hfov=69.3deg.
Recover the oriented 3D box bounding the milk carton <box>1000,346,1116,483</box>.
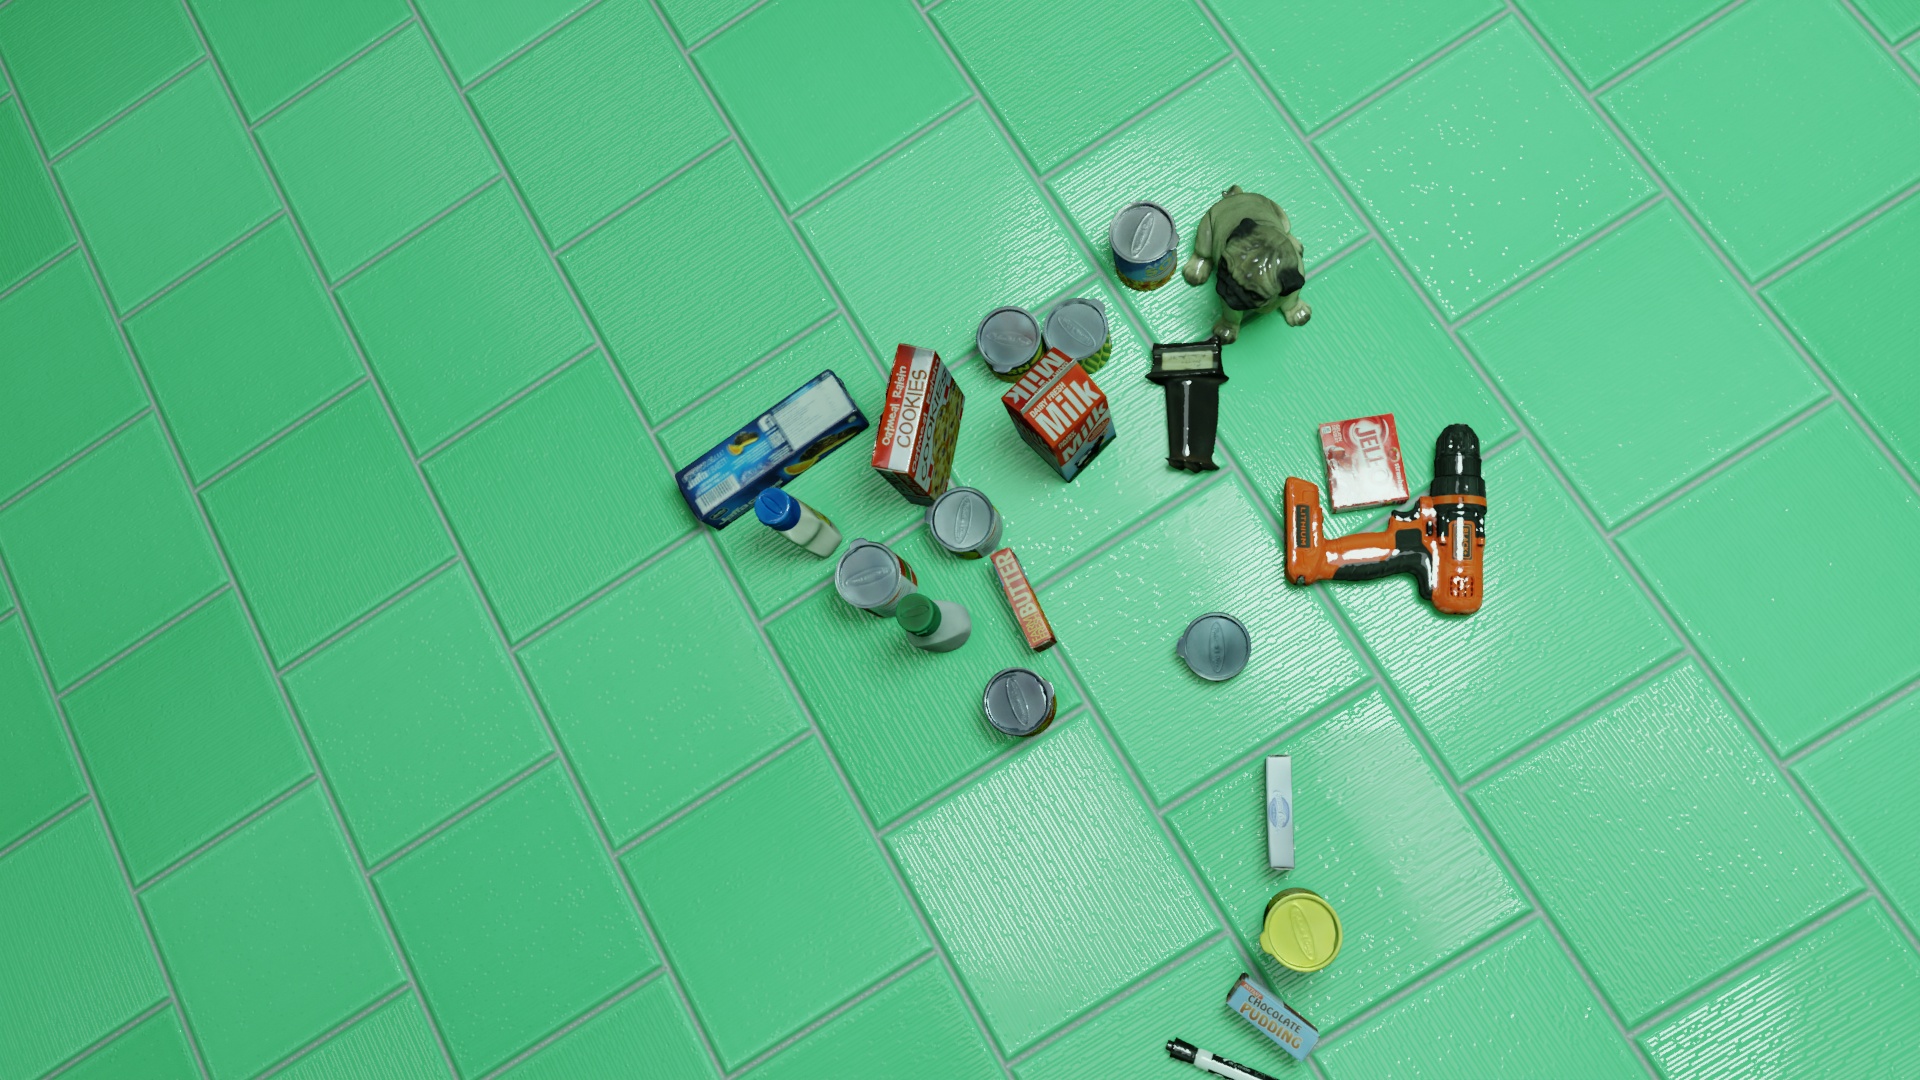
[{"bbox_3d":[0.095,-0.123,1.336,0.072,0.190,0.073,-45,75,0],"label":"milk carton"}]

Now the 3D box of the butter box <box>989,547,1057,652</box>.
[{"bbox_3d":[0.063,0.059,1.378,0.024,0.053,0.103,-26,76,5],"label":"butter box"}]

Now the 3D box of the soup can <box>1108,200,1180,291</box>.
[{"bbox_3d":[0.189,-0.296,1.408,0.071,0.083,0.071,-2,79,10],"label":"soup can"}]

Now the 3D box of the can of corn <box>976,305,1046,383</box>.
[{"bbox_3d":[0.053,-0.198,1.427,0.071,0.058,0.071,-2,79,10],"label":"can of corn"}]

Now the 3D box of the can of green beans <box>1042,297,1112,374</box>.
[{"bbox_3d":[0.120,-0.207,1.417,0.071,0.057,0.071,-2,79,10],"label":"can of green beans"}]

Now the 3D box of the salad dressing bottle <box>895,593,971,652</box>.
[{"bbox_3d":[-0.028,0.079,1.342,0.064,0.147,0.044,-17,77,7],"label":"salad dressing bottle"}]

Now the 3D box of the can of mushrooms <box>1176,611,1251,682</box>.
[{"bbox_3d":[0.245,0.103,1.345,0.071,0.033,0.071,-2,79,10],"label":"can of mushrooms"}]

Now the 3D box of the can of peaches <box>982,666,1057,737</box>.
[{"bbox_3d":[0.061,0.158,1.356,0.071,0.058,0.071,-2,79,10],"label":"can of peaches"}]

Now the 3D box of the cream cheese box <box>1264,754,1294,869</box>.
[{"bbox_3d":[0.298,0.253,1.296,0.024,0.053,0.104,-2,79,11],"label":"cream cheese box"}]

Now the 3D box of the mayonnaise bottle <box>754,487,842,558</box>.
[{"bbox_3d":[-0.165,-0.020,1.387,0.065,0.148,0.041,38,89,15],"label":"mayonnaise bottle"}]

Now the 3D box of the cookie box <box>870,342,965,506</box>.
[{"bbox_3d":[-0.040,-0.109,1.371,0.040,0.167,0.123,10,81,12],"label":"cookie box"}]

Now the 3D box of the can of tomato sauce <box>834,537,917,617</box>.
[{"bbox_3d":[-0.084,0.039,1.394,0.071,0.083,0.071,-2,79,10],"label":"can of tomato sauce"}]

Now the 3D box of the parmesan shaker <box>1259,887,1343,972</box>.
[{"bbox_3d":[0.303,0.349,1.250,0.071,0.103,0.071,-2,79,10],"label":"parmesan shaker"}]

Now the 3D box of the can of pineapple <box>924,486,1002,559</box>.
[{"bbox_3d":[0.005,-0.018,1.401,0.071,0.058,0.071,-2,79,10],"label":"can of pineapple"}]

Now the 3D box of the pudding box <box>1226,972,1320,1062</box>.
[{"bbox_3d":[0.284,0.433,1.265,0.084,0.049,0.030,36,88,15],"label":"pudding box"}]
